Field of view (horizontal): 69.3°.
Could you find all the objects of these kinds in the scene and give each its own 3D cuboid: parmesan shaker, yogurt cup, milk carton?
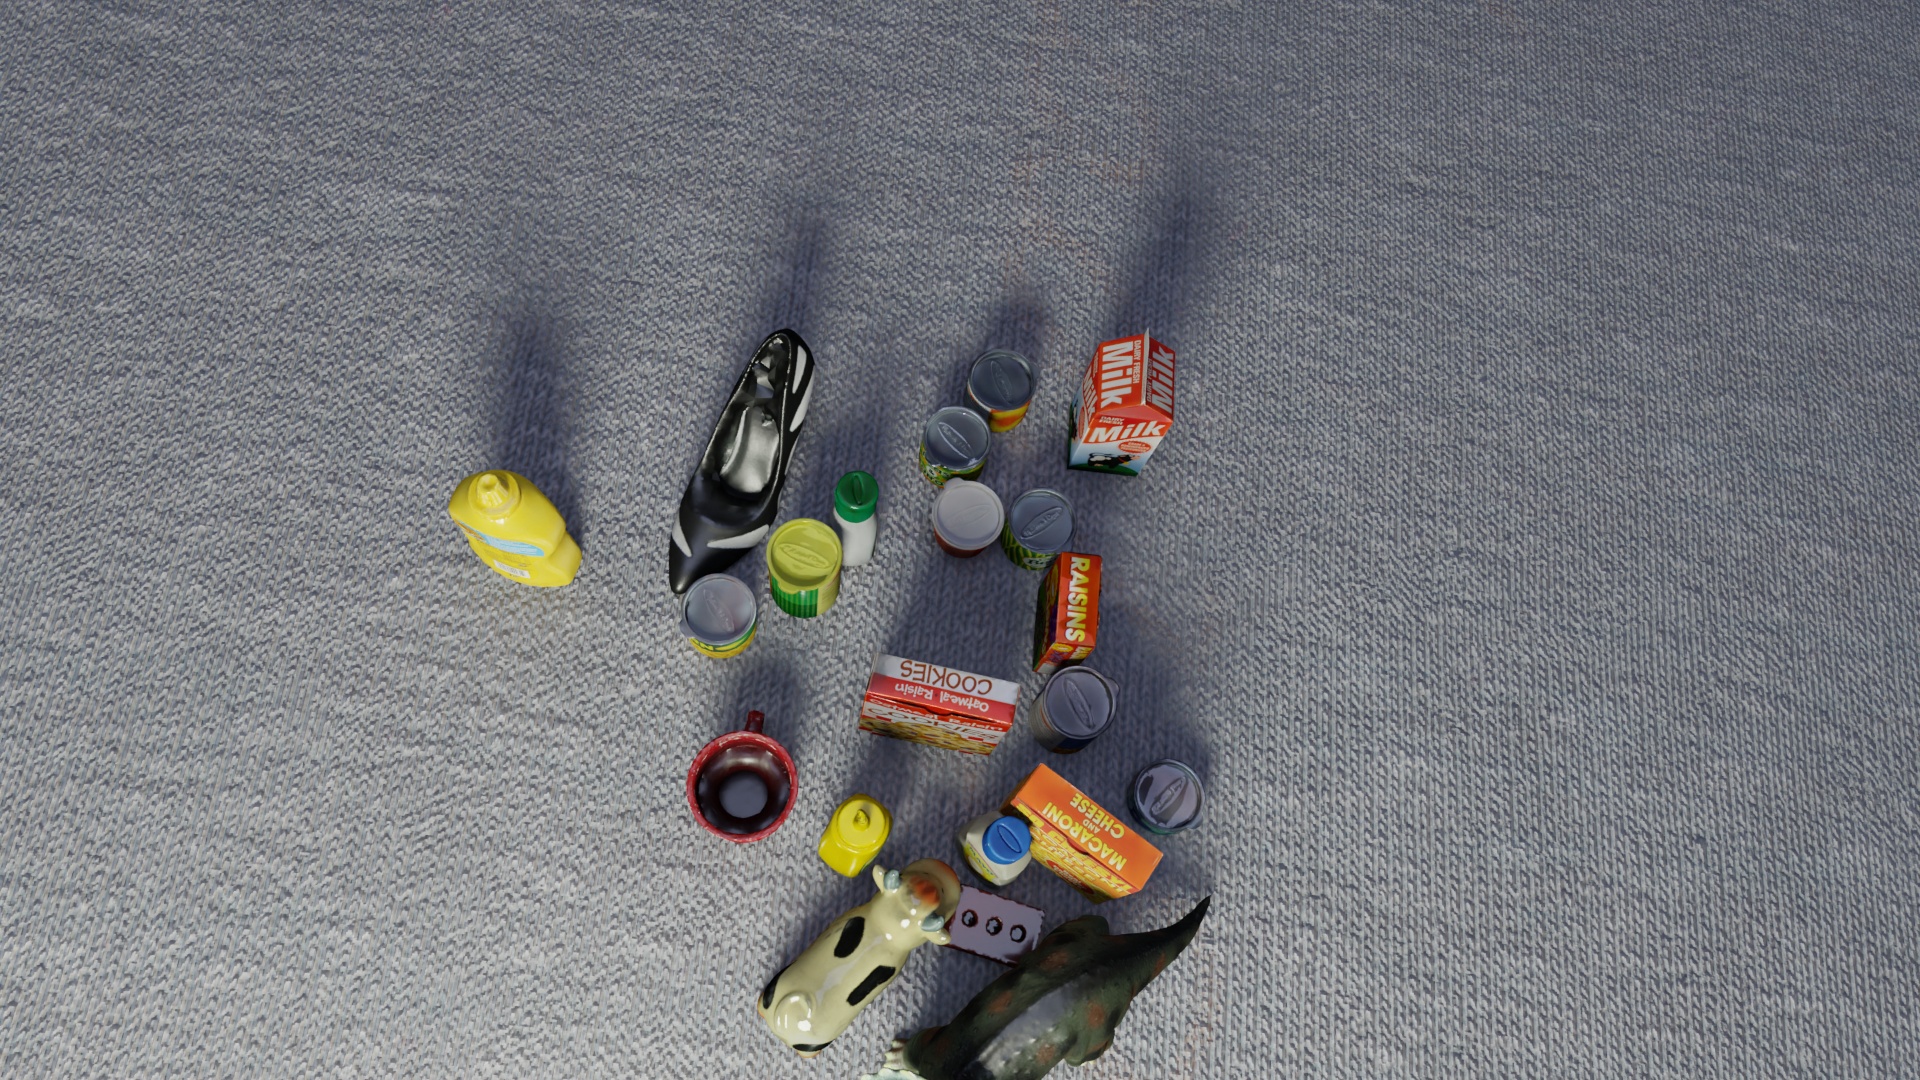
[{"bbox_3d":[-0.143,0.029,1.257,0.071,0.102,0.071,2,72,-6],"label":"parmesan shaker"},{"bbox_3d":[0.005,-0.017,1.316,0.072,0.053,0.072,2,71,-6],"label":"yogurt cup"},{"bbox_3d":[0.152,-0.127,1.299,0.073,0.190,0.072,6,71,-5],"label":"milk carton"}]

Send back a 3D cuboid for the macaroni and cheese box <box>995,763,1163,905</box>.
[{"bbox_3d":[0.093,0.252,1.176,0.124,0.166,0.040,36,72,6],"label":"macaroni and cheese box"}]

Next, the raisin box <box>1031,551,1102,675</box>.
[{"bbox_3d":[0.096,0.069,1.261,0.040,0.123,0.086,8,71,-4],"label":"raisin box"}]

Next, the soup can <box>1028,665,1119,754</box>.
[{"bbox_3d":[0.103,0.153,1.255,0.071,0.083,0.071,2,72,-6],"label":"soup can"}]

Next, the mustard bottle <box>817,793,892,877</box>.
[{"bbox_3d":[-0.086,0.243,1.161,0.049,0.159,0.065,35,72,5],"label":"mustard bottle"}]

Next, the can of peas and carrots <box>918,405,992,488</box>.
[{"bbox_3d":[-0.008,-0.087,1.336,0.071,0.058,0.071,2,72,-6],"label":"can of peas and carrots"}]

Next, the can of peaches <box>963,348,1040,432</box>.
[{"bbox_3d":[0.040,-0.147,1.362,0.071,0.058,0.071,2,72,-6],"label":"can of peaches"}]

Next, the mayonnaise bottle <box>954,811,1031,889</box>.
[{"bbox_3d":[0.030,0.260,1.176,0.041,0.147,0.065,-37,80,-16],"label":"mayonnaise bottle"}]

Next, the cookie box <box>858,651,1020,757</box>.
[{"bbox_3d":[-0.022,0.146,1.198,0.123,0.167,0.040,12,71,-3],"label":"cookie box"}]

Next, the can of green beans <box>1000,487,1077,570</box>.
[{"bbox_3d":[0.074,-0.010,1.320,0.071,0.057,0.071,2,71,-6],"label":"can of green beans"}]

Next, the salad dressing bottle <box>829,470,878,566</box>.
[{"bbox_3d":[-0.096,-0.020,1.256,0.044,0.147,0.064,-6,73,-9],"label":"salad dressing bottle"}]

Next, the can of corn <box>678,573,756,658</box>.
[{"bbox_3d":[-0.220,0.071,1.257,0.071,0.058,0.071,2,72,-6],"label":"can of corn"}]

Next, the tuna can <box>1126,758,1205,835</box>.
[{"bbox_3d":[0.188,0.236,1.264,0.071,0.032,0.071,2,71,-6],"label":"tuna can"}]
